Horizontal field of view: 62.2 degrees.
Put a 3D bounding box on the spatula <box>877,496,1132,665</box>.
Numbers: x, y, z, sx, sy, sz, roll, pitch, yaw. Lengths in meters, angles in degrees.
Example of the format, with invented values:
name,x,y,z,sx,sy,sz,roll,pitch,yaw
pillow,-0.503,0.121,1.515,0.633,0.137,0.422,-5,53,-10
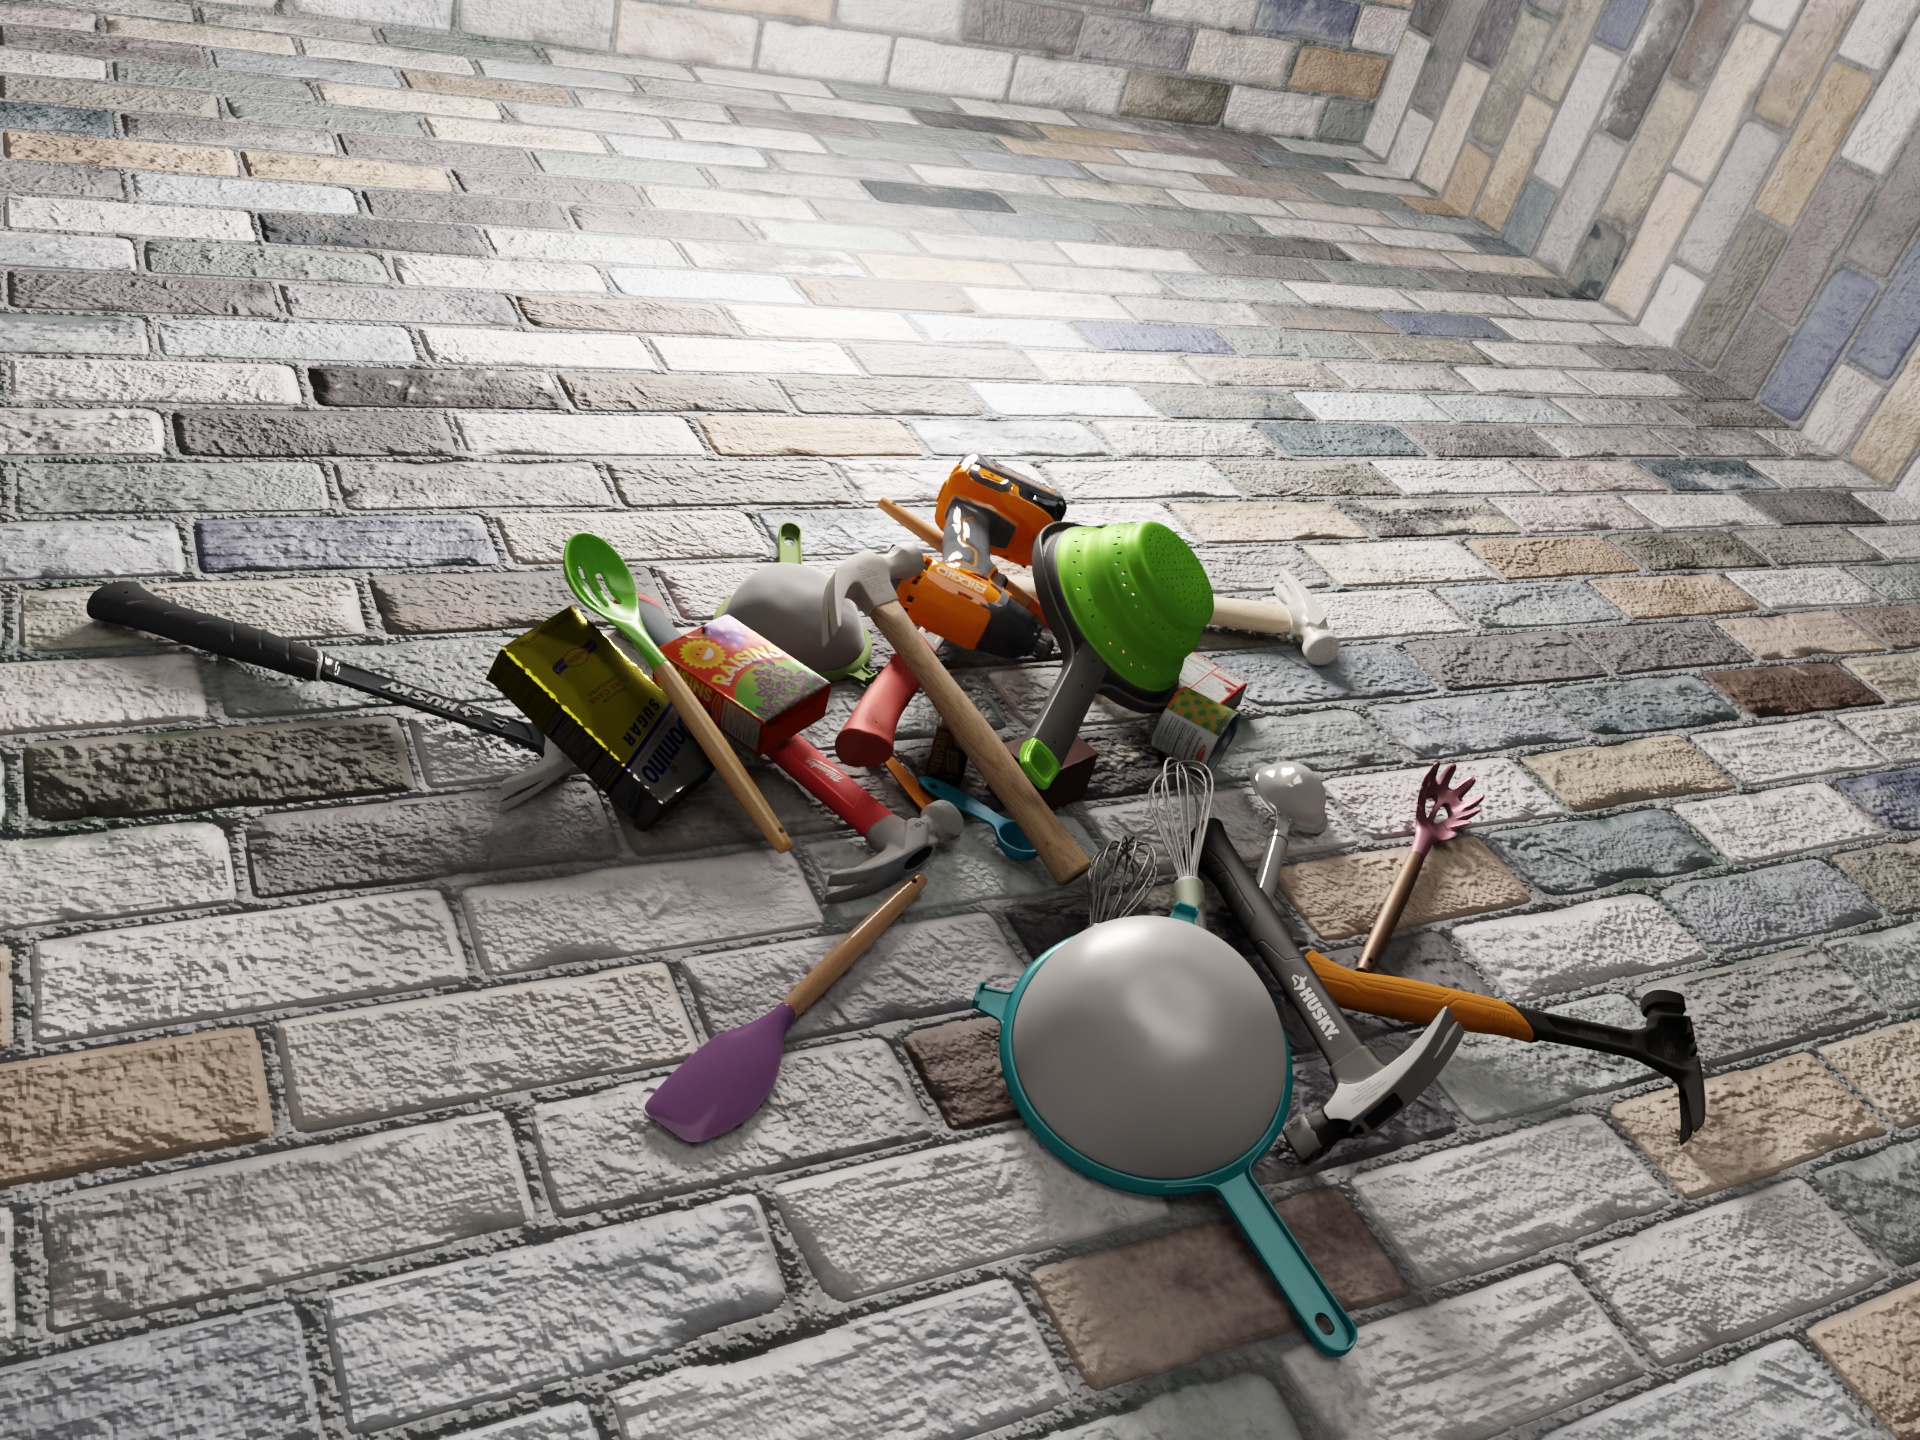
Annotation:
name,x,y,z,sx,sy,sz,roll,pitch,yaw
spatula,0.054,-0.136,1.578,0.322,0.041,0.081,35,36,7

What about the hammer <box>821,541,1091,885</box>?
name,x,y,z,sx,sy,sz,roll,pitch,yaw
hammer,-0.002,-0.004,1.316,0.130,0.031,0.331,-24,72,-41

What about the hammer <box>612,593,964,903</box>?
name,x,y,z,sx,sy,sz,roll,pitch,yaw
hammer,-0.180,0.009,1.335,0.387,0.038,0.143,37,41,26

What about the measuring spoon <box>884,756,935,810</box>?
name,x,y,z,sx,sy,sz,roll,pitch,yaw
measuring spoon,-0.047,0.055,1.354,0.021,0.011,0.117,-6,44,-45

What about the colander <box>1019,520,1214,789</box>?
name,x,y,z,sx,sy,sz,roll,pitch,yaw
colander,0.142,-0.073,1.406,0.204,0.094,0.397,48,35,-13

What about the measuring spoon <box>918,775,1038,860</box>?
name,x,y,z,sx,sy,sz,roll,pitch,yaw
measuring spoon,0.015,0.084,1.333,0.129,0.021,0.042,29,34,25

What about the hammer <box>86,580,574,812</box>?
name,x,y,z,sx,sy,sz,roll,pitch,yaw
hammer,-0.495,-0.034,1.265,0.409,0.036,0.149,17,36,1

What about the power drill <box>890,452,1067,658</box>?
name,x,y,z,sx,sy,sz,roll,pitch,yaw
power drill,0.030,-0.147,1.499,0.164,0.084,0.227,25,41,-2

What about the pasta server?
name,x,y,z,sx,sy,sz,roll,pitch,yaw
pasta server,0.402,0.131,1.412,0.060,0.040,0.316,37,39,7

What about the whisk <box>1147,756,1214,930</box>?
name,x,y,z,sx,sy,sz,roll,pitch,yaw
whisk,0.186,0.128,1.293,0.059,0.057,0.247,-18,45,21

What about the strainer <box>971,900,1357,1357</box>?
name,x,y,z,sx,sy,sz,roll,pitch,yaw
strainer,0.166,0.255,1.065,0.211,0.095,0.341,-18,53,-22

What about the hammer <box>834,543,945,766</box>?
name,x,y,z,sx,sy,sz,roll,pitch,yaw
hammer,-0.051,-0.058,1.433,0.149,0.036,0.359,29,29,1

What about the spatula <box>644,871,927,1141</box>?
name,x,y,z,sx,sy,sz,roll,pitch,yaw
spatula,-0.107,0.193,1.130,0.060,0.018,0.316,29,38,15

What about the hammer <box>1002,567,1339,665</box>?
name,x,y,z,sx,sy,sz,roll,pitch,yaw
hammer,0.192,-0.129,1.682,0.410,0.038,0.146,5,35,-17

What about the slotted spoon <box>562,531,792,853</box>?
name,x,y,z,sx,sy,sz,roll,pitch,yaw
slotted spoon,-0.226,-0.022,1.265,0.314,0.031,0.070,53,31,14

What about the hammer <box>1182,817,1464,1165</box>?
name,x,y,z,sx,sy,sz,roll,pitch,yaw
hammer,0.256,0.181,1.236,0.035,0.146,0.335,50,8,-35

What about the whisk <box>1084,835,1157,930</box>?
name,x,y,z,sx,sy,sz,roll,pitch,yaw
whisk,0.110,0.169,1.235,0.055,0.055,0.239,21,39,5

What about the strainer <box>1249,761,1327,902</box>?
name,x,y,z,sx,sy,sz,roll,pitch,yaw
strainer,0.284,0.101,1.404,0.087,0.050,0.259,33,39,-2

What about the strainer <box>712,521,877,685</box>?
name,x,y,z,sx,sy,sz,roll,pitch,yaw
strainer,-0.155,-0.135,1.513,0.151,0.069,0.257,7,38,-13

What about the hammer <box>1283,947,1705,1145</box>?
name,x,y,z,sx,sy,sz,roll,pitch,yaw
hammer,0.420,0.242,1.261,0.337,0.034,0.127,12,47,-2
